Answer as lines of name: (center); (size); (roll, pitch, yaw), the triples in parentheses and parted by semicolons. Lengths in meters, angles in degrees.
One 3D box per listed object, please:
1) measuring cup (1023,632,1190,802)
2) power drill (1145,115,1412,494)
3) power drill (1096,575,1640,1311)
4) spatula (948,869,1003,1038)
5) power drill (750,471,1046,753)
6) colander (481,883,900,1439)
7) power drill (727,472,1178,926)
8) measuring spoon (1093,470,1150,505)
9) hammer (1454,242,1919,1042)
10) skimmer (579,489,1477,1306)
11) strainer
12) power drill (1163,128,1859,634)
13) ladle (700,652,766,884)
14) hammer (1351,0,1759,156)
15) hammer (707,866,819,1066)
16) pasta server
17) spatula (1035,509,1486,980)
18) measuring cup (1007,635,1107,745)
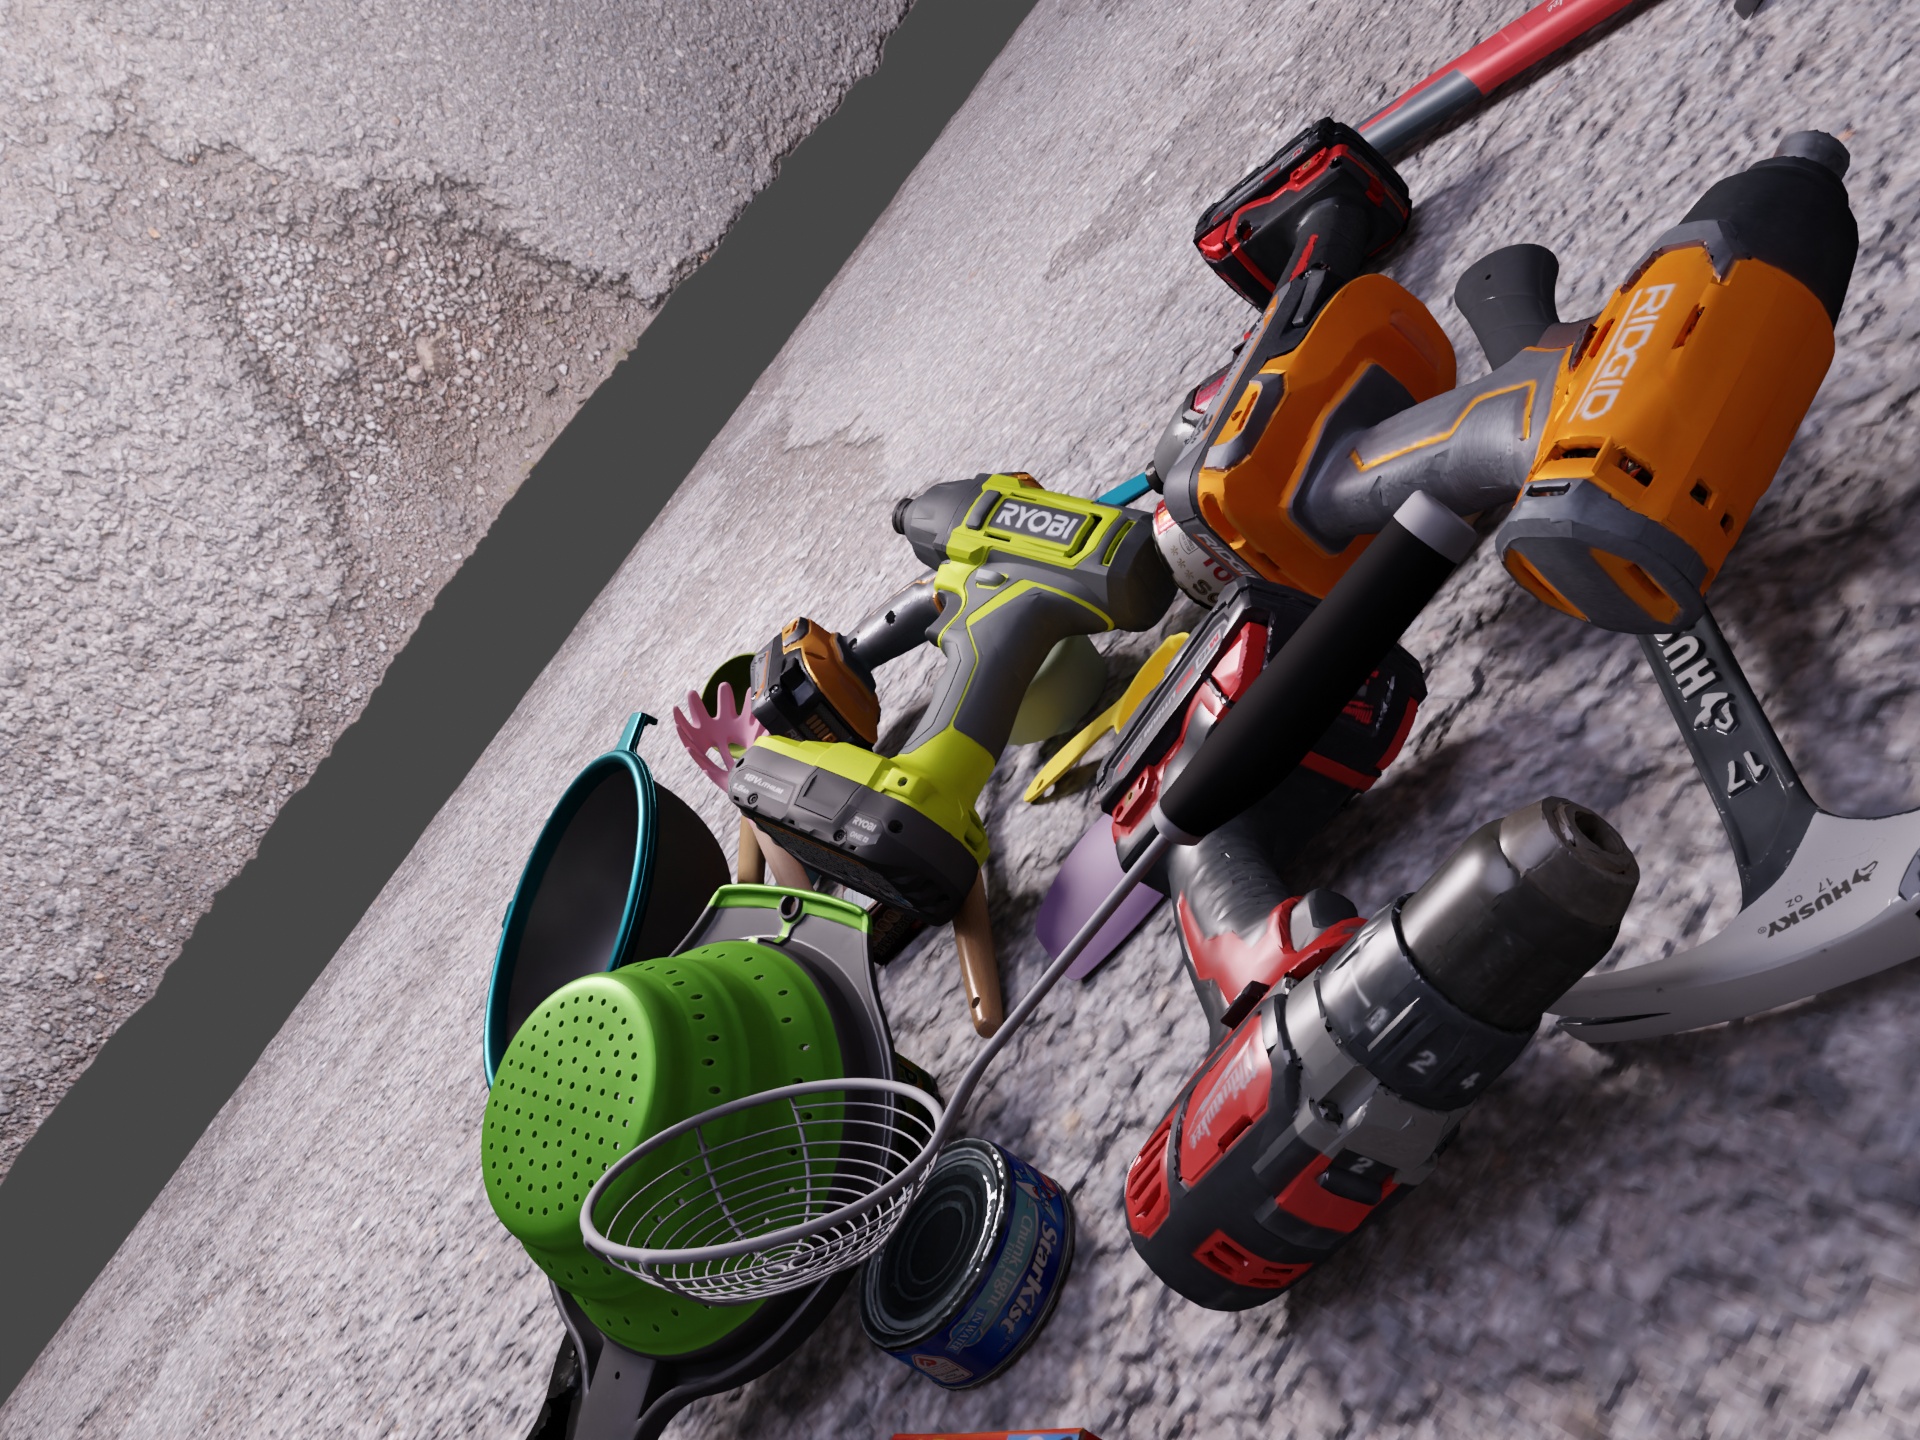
measuring cup: (0.078, 0.011, 0.776); (0.156, 0.029, 0.062); (-45, 17, 52)
power drill: (0.172, -0.218, 0.878); (0.143, 0.078, 0.220); (-30, 32, 46)
power drill: (0.115, 0.046, 0.502); (0.187, 0.080, 0.227); (-57, 16, 33)
spatula: (0.006, 0.058, 0.842); (0.082, 0.044, 0.318); (-43, 27, 20)
power drill: (-0.021, -0.057, 0.984); (0.226, 0.084, 0.185); (-38, 21, 7)
colander: (-0.154, 0.245, 0.645); (0.204, 0.094, 0.397); (2, 69, 41)
power drill: (-0.011, -0.023, 0.802); (0.171, 0.080, 0.223); (19, 69, 38)
measuring spoon: (0.111, -0.154, 0.969); (0.128, 0.021, 0.042); (-26, 33, 48)
hammer: (0.222, -0.065, 0.543); (0.149, 0.036, 0.409); (-41, 25, 30)
skimmer: (0.009, 0.058, 0.506); (0.363, 0.090, 0.127); (-52, -5, 20)
strainer: (-0.177, 0.171, 0.869); (0.211, 0.095, 0.341); (-52, 34, 28)
power drill: (0.184, -0.114, 0.542); (0.164, 0.084, 0.227); (-59, 26, -9)
ladle: (-0.143, 0.043, 1.047); (0.078, 0.062, 0.320); (-38, 23, 12)
hammer: (0.289, -0.361, 0.916); (0.386, 0.038, 0.143); (-19, 40, 56)
hammer: (-0.144, 0.177, 0.946); (0.128, 0.033, 0.331); (-18, 39, 58)
pasta server: (-0.108, 0.069, 0.930); (0.060, 0.040, 0.317); (-14, 34, -16)
spatula: (0.141, -0.016, 0.676); (0.316, 0.018, 0.060); (-48, 39, 9)
measuring cup: (-0.001, -0.003, 0.855); (0.167, 0.038, 0.083); (-31, 33, -2)
